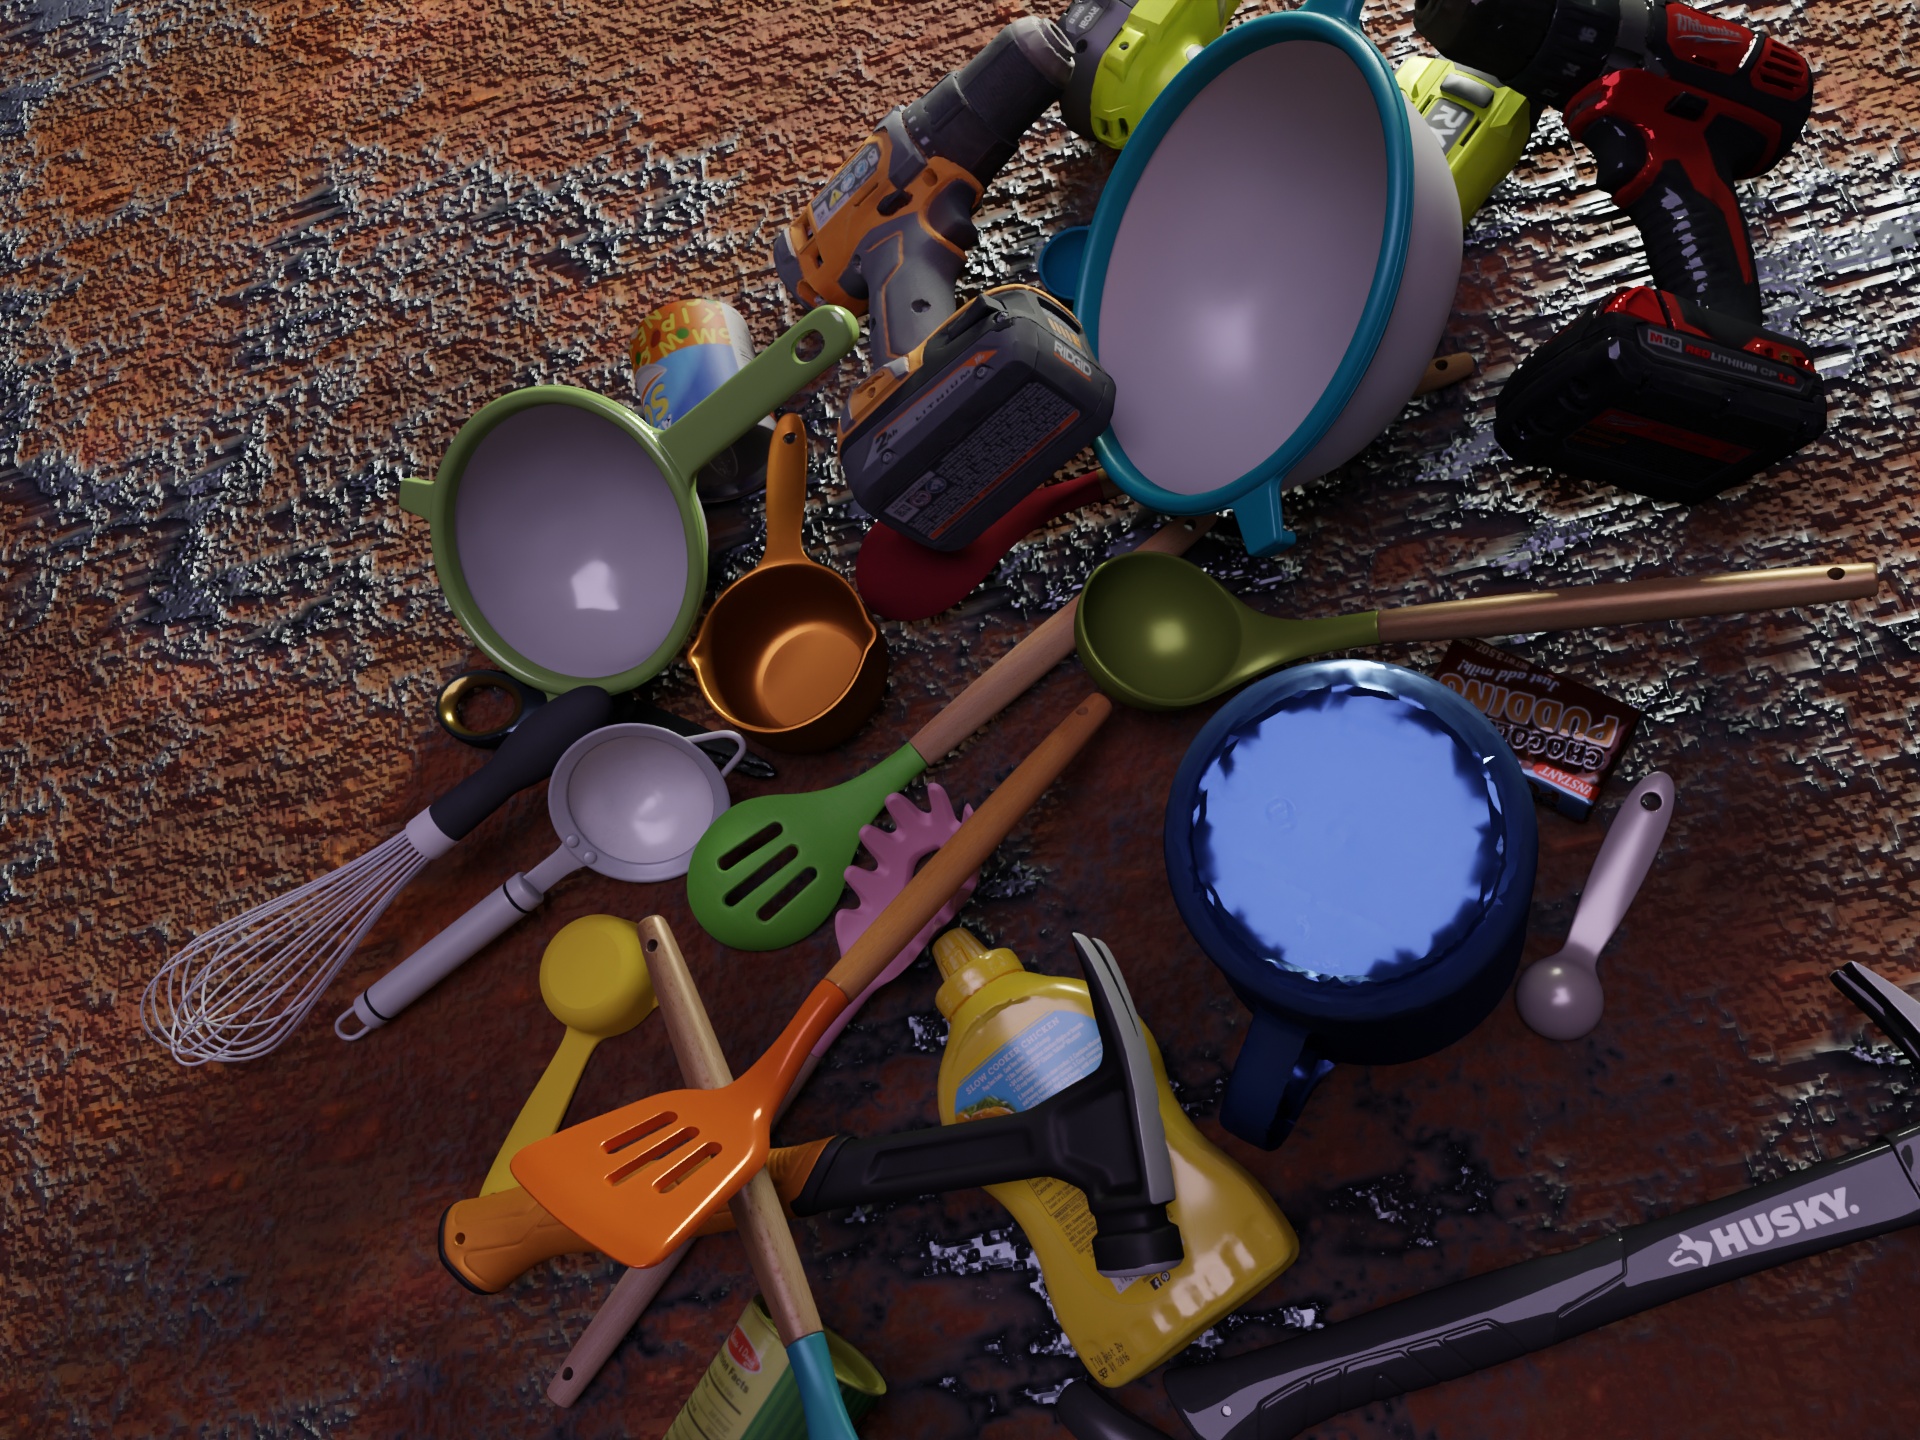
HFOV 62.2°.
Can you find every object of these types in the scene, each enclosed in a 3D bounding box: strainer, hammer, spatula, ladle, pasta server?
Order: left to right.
[{"bbox_3d":[-0.207,0.077,0.774,0.258,0.086,0.050,-37,22,6],"label":"strainer"},{"bbox_3d":[-0.140,-0.118,0.766,0.256,0.069,0.151,-33,92,23],"label":"strainer"},{"bbox_3d":[-0.088,0.167,0.709,0.060,0.040,0.316,32,82,32],"label":"pasta server"},{"bbox_3d":[-0.078,0.184,0.660,0.337,0.034,0.127,-16,72,21],"label":"hammer"},{"bbox_3d":[-0.066,0.216,0.616,0.082,0.044,0.318,-31,63,10],"label":"spatula"},{"bbox_3d":[-0.037,0.088,0.647,0.081,0.041,0.323,23,56,35],"label":"spatula"},{"bbox_3d":[0.093,-0.121,0.772,0.315,0.031,0.069,-18,66,7],"label":"ladle"},{"bbox_3d":[0.167,-0.244,0.675,0.211,0.095,0.340,49,124,51],"label":"strainer"},{"bbox_3d":[0.200,-0.048,0.665,0.320,0.062,0.078,-4,60,27],"label":"ladle"},{"bbox_3d":[0.237,0.208,0.603,0.335,0.035,0.146,-22,67,8],"label":"hammer"}]

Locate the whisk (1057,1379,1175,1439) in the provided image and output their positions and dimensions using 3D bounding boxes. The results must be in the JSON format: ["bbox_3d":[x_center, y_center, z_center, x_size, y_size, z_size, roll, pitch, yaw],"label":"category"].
[{"bbox_3d":[0.152,0.337,0.568,0.296,0.073,0.073,32,81,29],"label":"whisk"}]

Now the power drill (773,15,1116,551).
[{"bbox_3d":[0.002,-0.217,0.761,0.185,0.084,0.226,-38,50,27],"label":"power drill"}]

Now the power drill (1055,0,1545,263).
[{"bbox_3d":[0.174,-0.323,0.798,0.223,0.080,0.171,34,83,20],"label":"power drill"}]

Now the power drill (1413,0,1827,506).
[{"bbox_3d":[0.282,-0.224,0.692,0.187,0.080,0.227,13,70,-14],"label":"power drill"}]

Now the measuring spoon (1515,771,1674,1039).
[{"bbox_3d":[0.265,0.073,0.654,0.034,0.018,0.124,25,78,23],"label":"measuring spoon"}]

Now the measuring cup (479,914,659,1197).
[{"bbox_3d":[-0.192,0.163,0.743,0.062,0.029,0.156,19,75,21],"label":"measuring cup"}]

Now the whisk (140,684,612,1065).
[{"bbox_3d":[-0.281,0.073,0.771,0.284,0.070,0.070,-38,65,5],"label":"whisk"}]

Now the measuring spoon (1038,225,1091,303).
[{"bbox_3d":[0.088,-0.199,0.810,0.042,0.021,0.129,-38,74,-1],"label":"measuring spoon"}]

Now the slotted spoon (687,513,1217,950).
[{"bbox_3d":[-0.001,-0.002,0.751,0.314,0.031,0.070,-40,88,-4],"label":"slotted spoon"}]

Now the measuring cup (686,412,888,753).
[{"bbox_3d":[-0.079,-0.066,0.786,0.095,0.052,0.174,-6,67,14],"label":"measuring cup"}]
